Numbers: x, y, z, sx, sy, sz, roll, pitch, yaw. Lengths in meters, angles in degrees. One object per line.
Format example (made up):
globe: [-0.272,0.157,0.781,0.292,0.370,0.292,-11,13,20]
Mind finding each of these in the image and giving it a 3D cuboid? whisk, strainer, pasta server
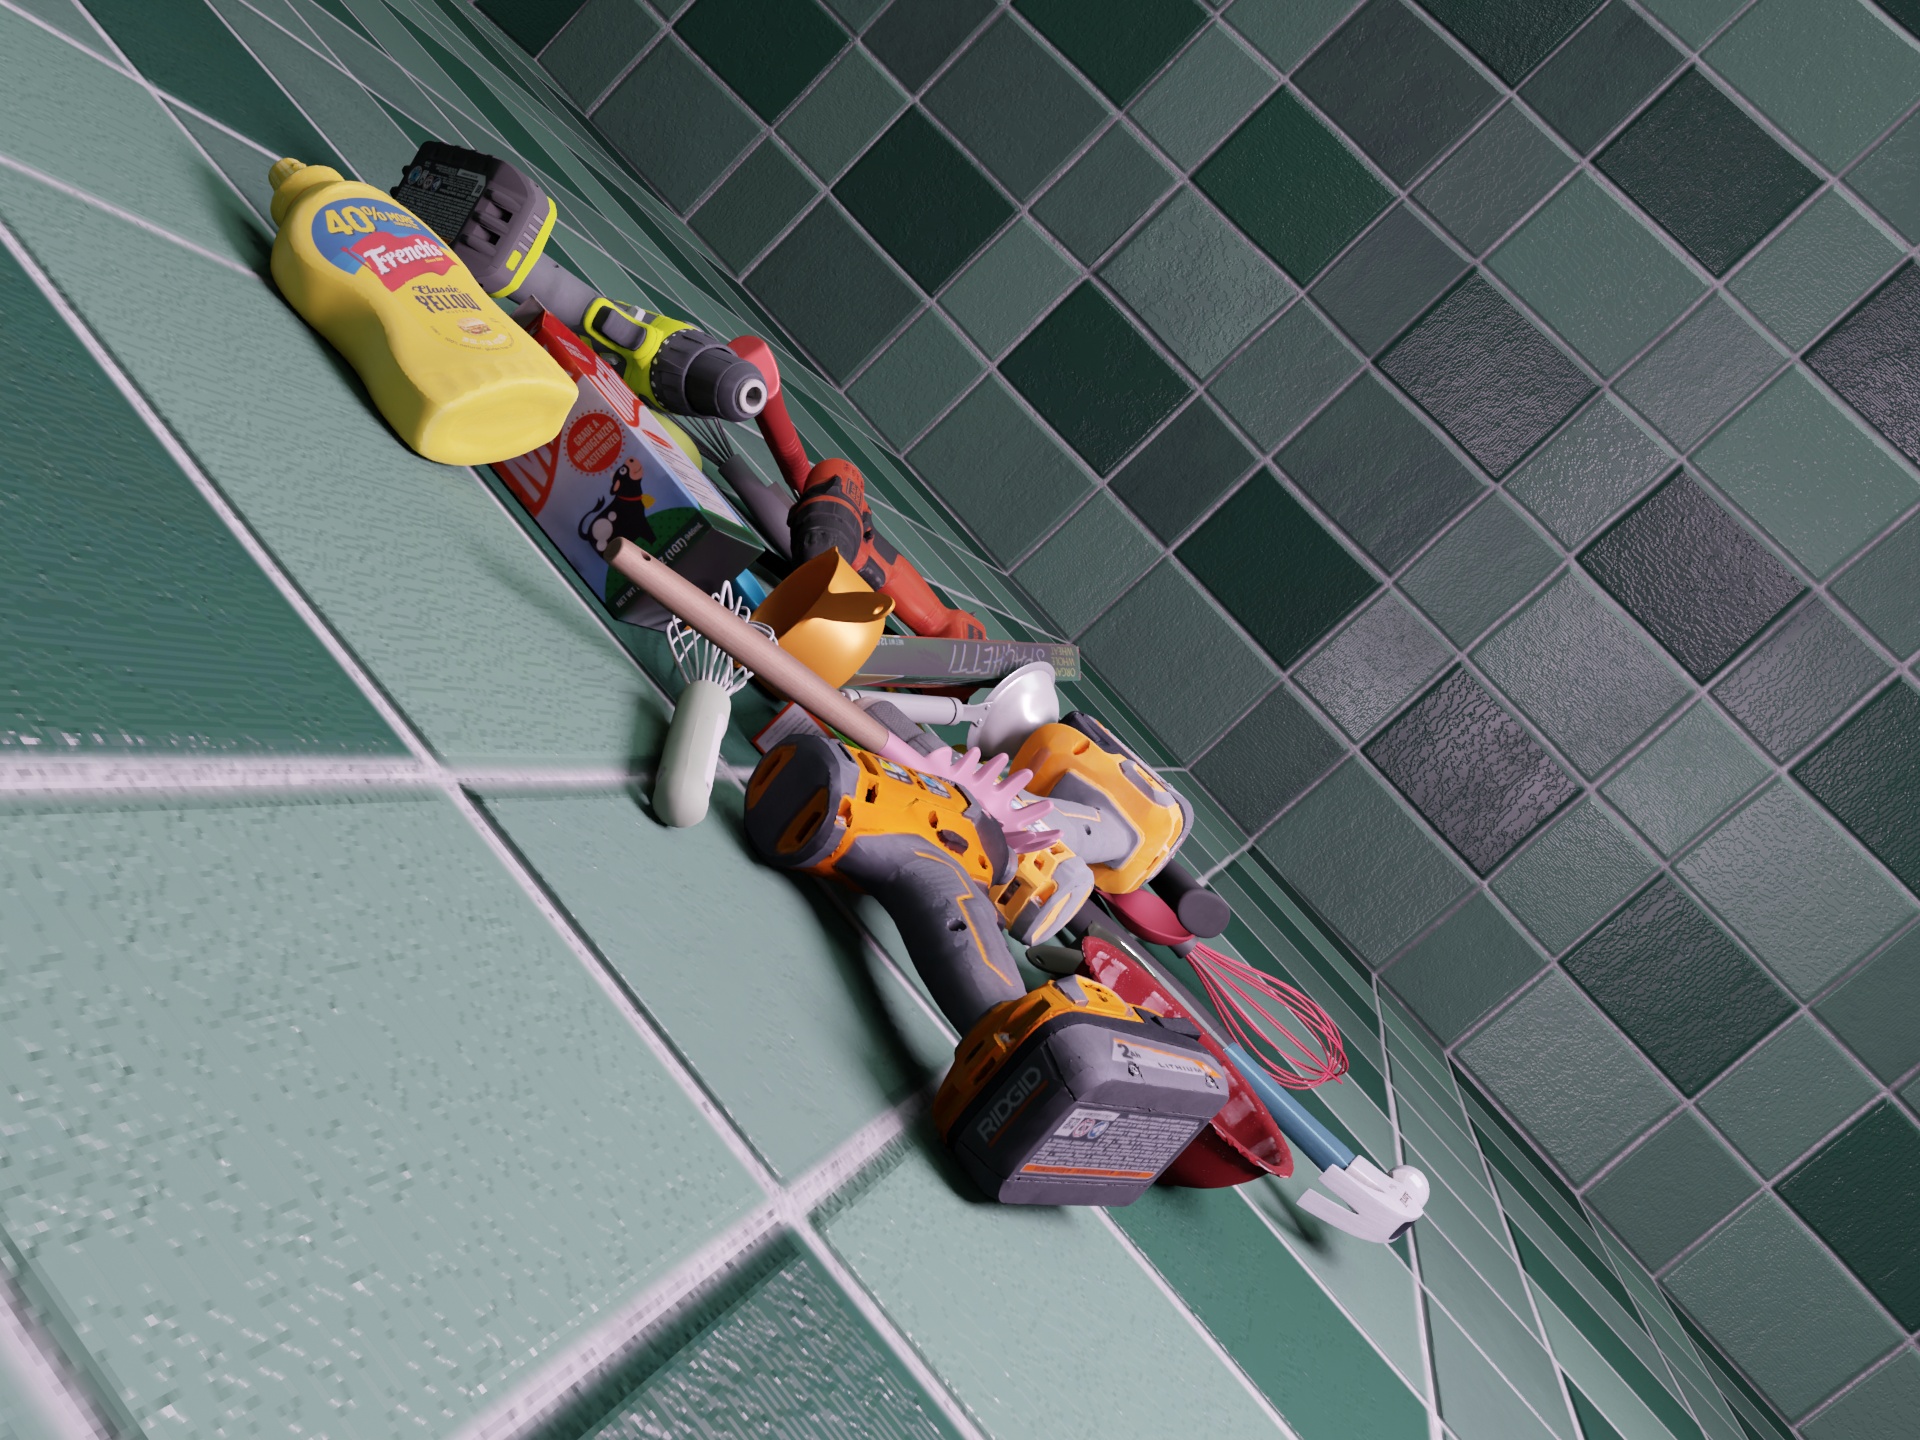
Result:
whisk: [0.194,0.192,1.260,0.295,0.073,0.073,42,9,-6]
strainer: [-0.002,-0.003,1.069,0.258,0.087,0.050,4,32,-49]
whisk: [-0.119,-0.010,0.749,0.059,0.057,0.246,10,21,-8]
whisk: [-0.190,-0.211,1.310,0.239,0.055,0.055,51,9,-3]
pasta server: [-0.053,-0.007,0.794,0.315,0.040,0.060,38,24,-42]

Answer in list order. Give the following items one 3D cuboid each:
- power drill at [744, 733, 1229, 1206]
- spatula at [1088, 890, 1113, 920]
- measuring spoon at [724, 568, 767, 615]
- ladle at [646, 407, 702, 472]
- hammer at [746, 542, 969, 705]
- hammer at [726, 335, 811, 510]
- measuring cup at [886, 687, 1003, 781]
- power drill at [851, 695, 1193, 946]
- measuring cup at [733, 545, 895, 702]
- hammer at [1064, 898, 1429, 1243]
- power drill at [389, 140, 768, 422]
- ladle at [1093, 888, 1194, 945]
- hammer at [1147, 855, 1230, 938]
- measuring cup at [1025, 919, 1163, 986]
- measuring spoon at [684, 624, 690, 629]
power drill: [0.015,0.103,0.707,0.164,0.084,0.227,22,22,-49]
spatula: [0.121,0.174,1.139,0.059,0.018,0.316,44,7,-34]
measuring spoon: [-0.121,-0.046,1.009,0.129,0.021,0.042,58,12,14]
ladle: [-0.215,-0.199,1.100,0.078,0.062,0.320,27,11,-14]
hammer: [-0.097,-0.088,1.224,0.336,0.034,0.127,37,14,-48]
hammer: [-0.140,-0.213,1.286,0.149,0.037,0.358,52,-5,16]
measuring cup: [-0.014,0.011,1.188,0.062,0.029,0.157,36,14,-50]
power drill: [0.035,0.048,1.011,0.185,0.084,0.226,42,23,20]
measuring cup: [-0.065,-0.049,0.901,0.052,0.095,0.174,45,-18,-25]
hammer: [0.160,0.205,1.027,0.331,0.033,0.128,43,15,20]
power drill: [-0.244,-0.270,1.035,0.191,0.080,0.228,27,-2,39]
ladle: [0.051,0.085,1.118,0.315,0.031,0.069,35,10,-29]
hammer: [0.137,0.100,1.216,0.146,0.035,0.335,36,3,-10]
measuring cup: [0.070,0.156,0.935,0.083,0.038,0.167,52,16,29]
measuring spoon: [-0.175,-0.082,0.922,0.021,0.011,0.117,42,6,-40]
